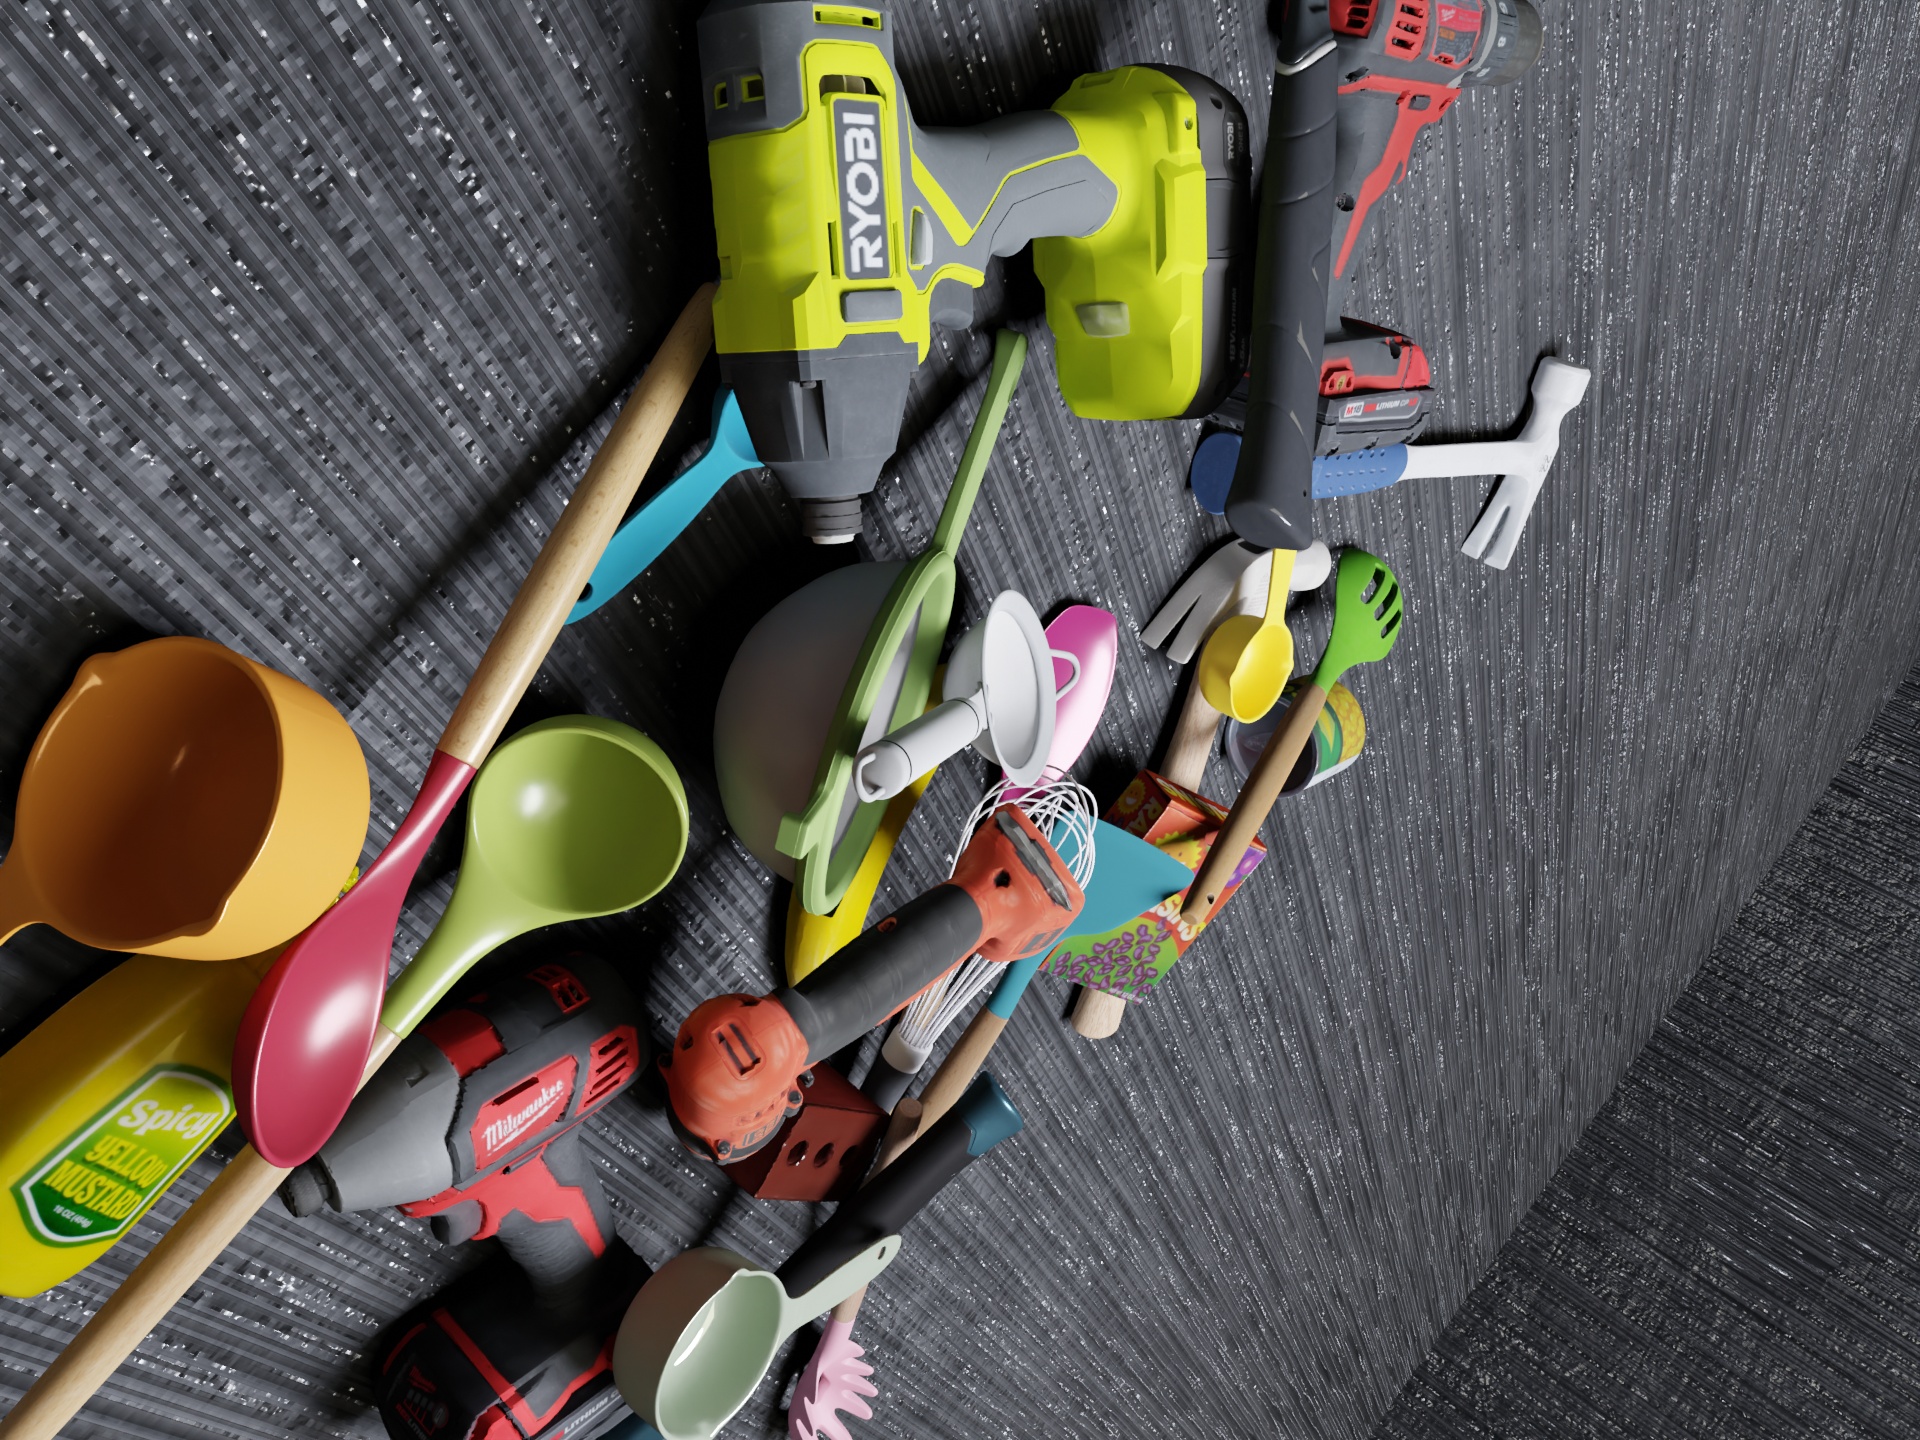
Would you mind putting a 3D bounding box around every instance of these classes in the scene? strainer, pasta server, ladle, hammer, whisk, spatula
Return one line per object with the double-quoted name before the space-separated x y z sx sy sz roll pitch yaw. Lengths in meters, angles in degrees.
"strainer" -0.041 -0.053 0.638 0.151 0.069 0.256 89 20 -75
"pasta server" -0.055 0.321 0.892 0.060 0.040 0.316 -32 147 -46
"ladle" -0.150 -0.010 0.514 0.069 0.031 0.315 75 39 -73
"hammer" 0.132 -0.270 0.600 0.149 0.036 0.409 -7 102 -53
"ladle" -0.211 0.126 0.536 0.078 0.062 0.320 45 70 -16
"whisk" -0.012 0.144 0.811 0.070 0.070 0.284 1 124 -52
"hammer" 0.267 -0.150 0.964 0.405 0.035 0.144 -12 125 -46
"strainer" -0.001 -0.002 0.634 0.258 0.050 0.087 -32 115 -72
"hammer" -0.095 0.295 0.794 0.331 0.033 0.128 -43 146 4
"hammer" 0.124 0.048 0.943 0.130 0.031 0.331 -10 124 -48
"spatula" 0.006 0.183 0.868 0.082 0.044 0.317 28 104 -17

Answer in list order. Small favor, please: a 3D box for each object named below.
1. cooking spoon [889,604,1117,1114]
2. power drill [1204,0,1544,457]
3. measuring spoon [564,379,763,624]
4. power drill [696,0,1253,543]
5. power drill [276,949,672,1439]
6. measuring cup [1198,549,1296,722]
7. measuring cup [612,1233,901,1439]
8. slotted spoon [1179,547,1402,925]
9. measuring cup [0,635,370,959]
"cooking spoon" 0.007 0.086 0.839 0.068 0.017 0.319 10 108 -44
"power drill" 0.209 -0.254 0.780 0.188 0.080 0.226 -17 125 -44
"measuring spoon" -0.105 -0.085 0.575 0.128 0.021 0.042 -45 144 -3
"power drill" 0.010 -0.161 0.573 0.223 0.080 0.171 -17 109 -43
"power drill" -0.190 0.209 0.642 0.143 0.079 0.219 -27 132 -39
"measuring cup" 0.158 -0.076 0.844 0.062 0.029 0.156 -11 115 -46
"measuring cup" -0.088 0.257 0.710 0.167 0.038 0.083 -9 114 -56
"slotted spoon" 0.196 0.002 0.916 0.070 0.031 0.314 54 51 -22
"measuring cup" -0.247 0.050 0.459 0.173 0.095 0.052 -38 159 6
